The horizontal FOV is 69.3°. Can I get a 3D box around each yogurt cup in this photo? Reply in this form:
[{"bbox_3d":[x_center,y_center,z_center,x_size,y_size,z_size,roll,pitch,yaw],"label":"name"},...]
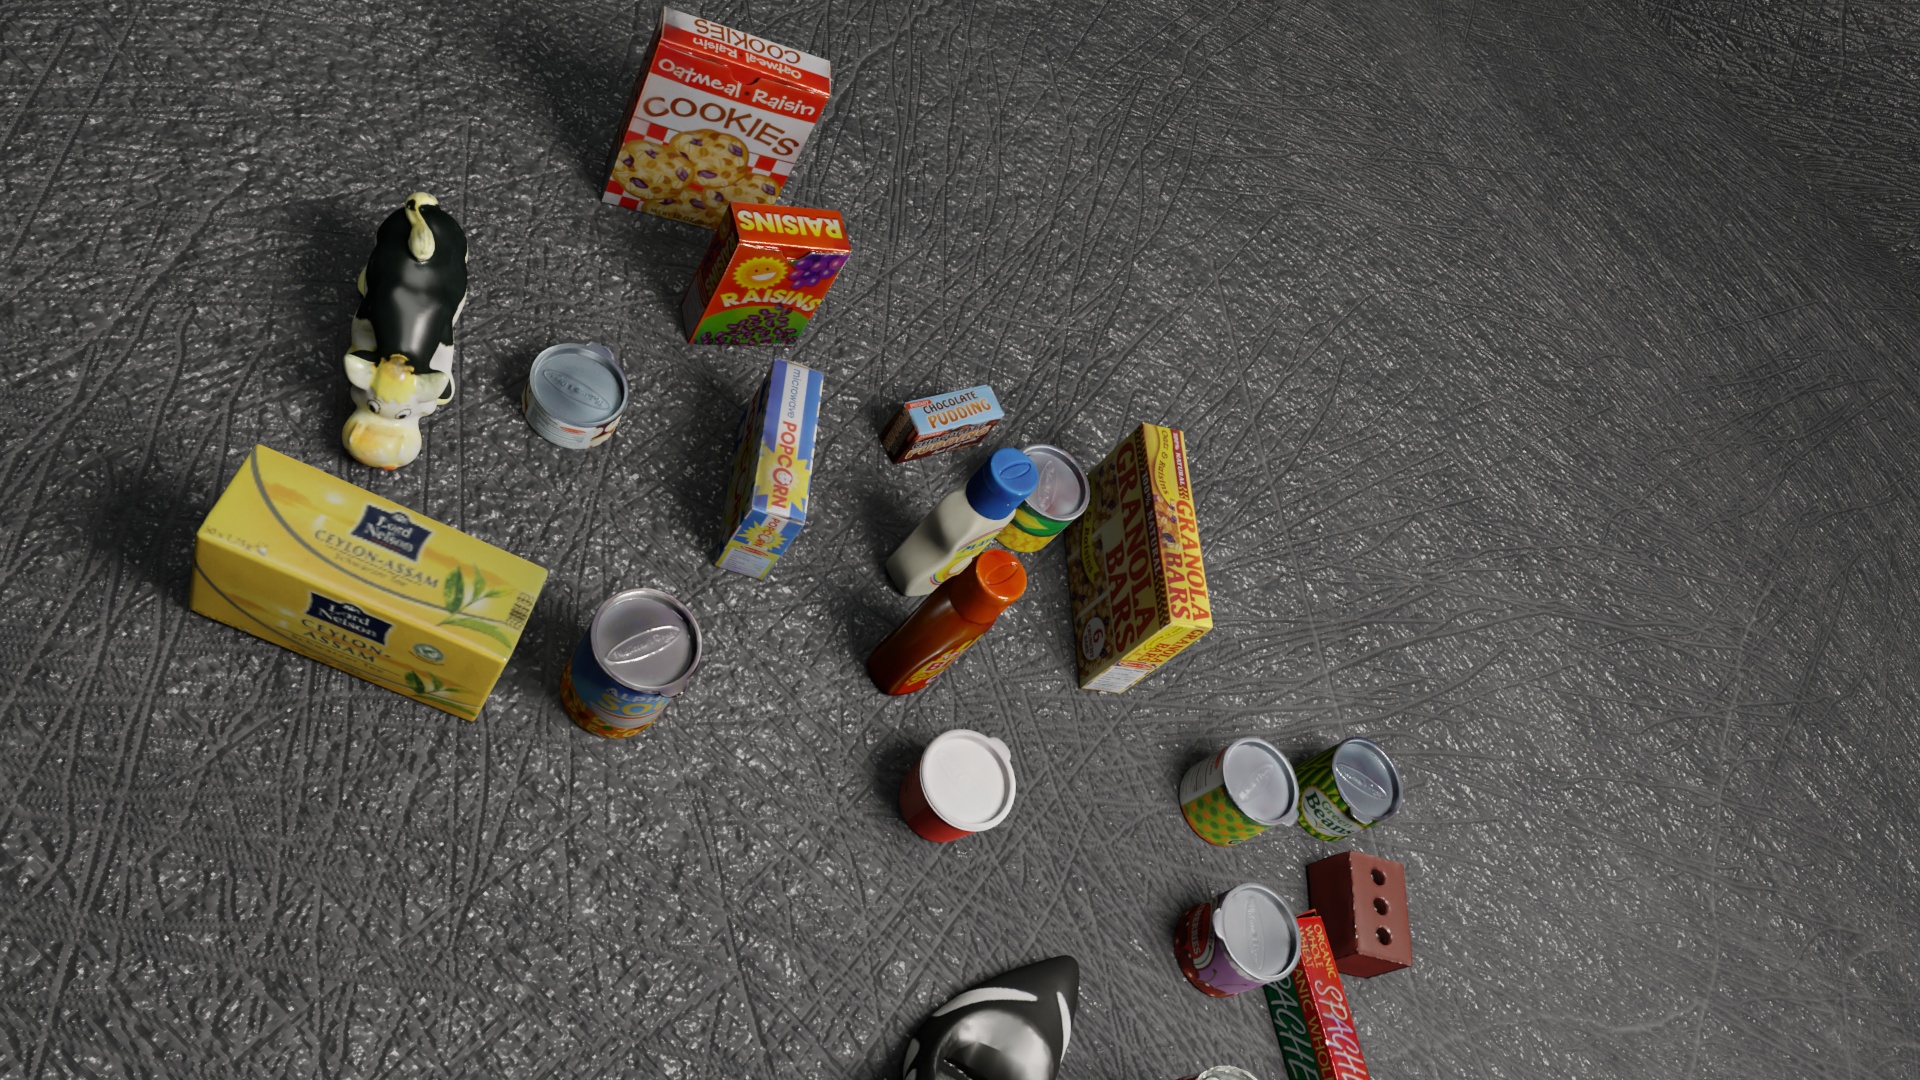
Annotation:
[{"bbox_3d":[-0.005,0.165,0.913,0.072,0.053,0.073,14,57,-22],"label":"yogurt cup"}]

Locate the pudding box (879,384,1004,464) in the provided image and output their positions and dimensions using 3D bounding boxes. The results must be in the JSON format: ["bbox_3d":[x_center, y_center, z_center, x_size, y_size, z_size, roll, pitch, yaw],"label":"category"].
[{"bbox_3d":[-0.014,-0.089,1.061,0.084,0.049,0.030,-16,72,-35],"label":"pudding box"}]

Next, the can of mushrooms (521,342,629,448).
[{"bbox_3d":[-0.259,-0.099,0.939,0.071,0.033,0.071,14,57,-22],"label":"can of mushrooms"}]

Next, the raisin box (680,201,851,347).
[{"bbox_3d":[-0.142,-0.188,1.000,0.086,0.122,0.040,-1,64,-30],"label":"raisin box"}]

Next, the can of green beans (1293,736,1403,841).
[{"bbox_3d":[0.293,0.191,1.063,0.071,0.057,0.071,14,57,-22],"label":"can of green beans"}]

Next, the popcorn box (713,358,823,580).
[{"bbox_3d":[-0.130,-0.049,0.949,0.038,0.084,0.127,17,56,-20],"label":"popcorn box"}]

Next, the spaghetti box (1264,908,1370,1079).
[{"bbox_3d":[0.253,0.379,0.934,0.029,0.050,0.251,2,62,-29],"label":"spaghetti box"}]

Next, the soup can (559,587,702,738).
[{"bbox_3d":[-0.198,0.078,0.836,0.071,0.083,0.071,14,57,-22],"label":"soup can"}]

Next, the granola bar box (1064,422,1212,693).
[{"bbox_3d":[0.128,0.015,1.032,0.039,0.123,0.166,11,58,-24],"label":"granola bar box"}]

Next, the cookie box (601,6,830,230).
[{"bbox_3d":[-0.181,-0.297,1.015,0.123,0.166,0.040,10,58,-24],"label":"cookie box"}]

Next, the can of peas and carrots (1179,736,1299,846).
[{"bbox_3d":[0.205,0.186,1.015,0.071,0.058,0.071,14,57,-22],"label":"can of peas and carrots"}]

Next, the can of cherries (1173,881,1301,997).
[{"bbox_3d":[0.187,0.274,0.954,0.071,0.058,0.072,14,57,-22],"label":"can of cherries"}]

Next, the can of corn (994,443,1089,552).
[{"bbox_3d":[0.054,-0.033,1.060,0.071,0.058,0.071,14,57,-22],"label":"can of corn"}]

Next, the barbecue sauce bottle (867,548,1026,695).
[{"bbox_3d":[-0.007,0.053,0.917,0.065,0.147,0.044,-27,78,-38],"label":"barbecue sauce bottle"}]

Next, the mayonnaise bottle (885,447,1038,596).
[{"bbox_3d":[0.003,-0.012,0.962,0.065,0.147,0.041,-23,76,-37],"label":"mayonnaise bottle"}]
